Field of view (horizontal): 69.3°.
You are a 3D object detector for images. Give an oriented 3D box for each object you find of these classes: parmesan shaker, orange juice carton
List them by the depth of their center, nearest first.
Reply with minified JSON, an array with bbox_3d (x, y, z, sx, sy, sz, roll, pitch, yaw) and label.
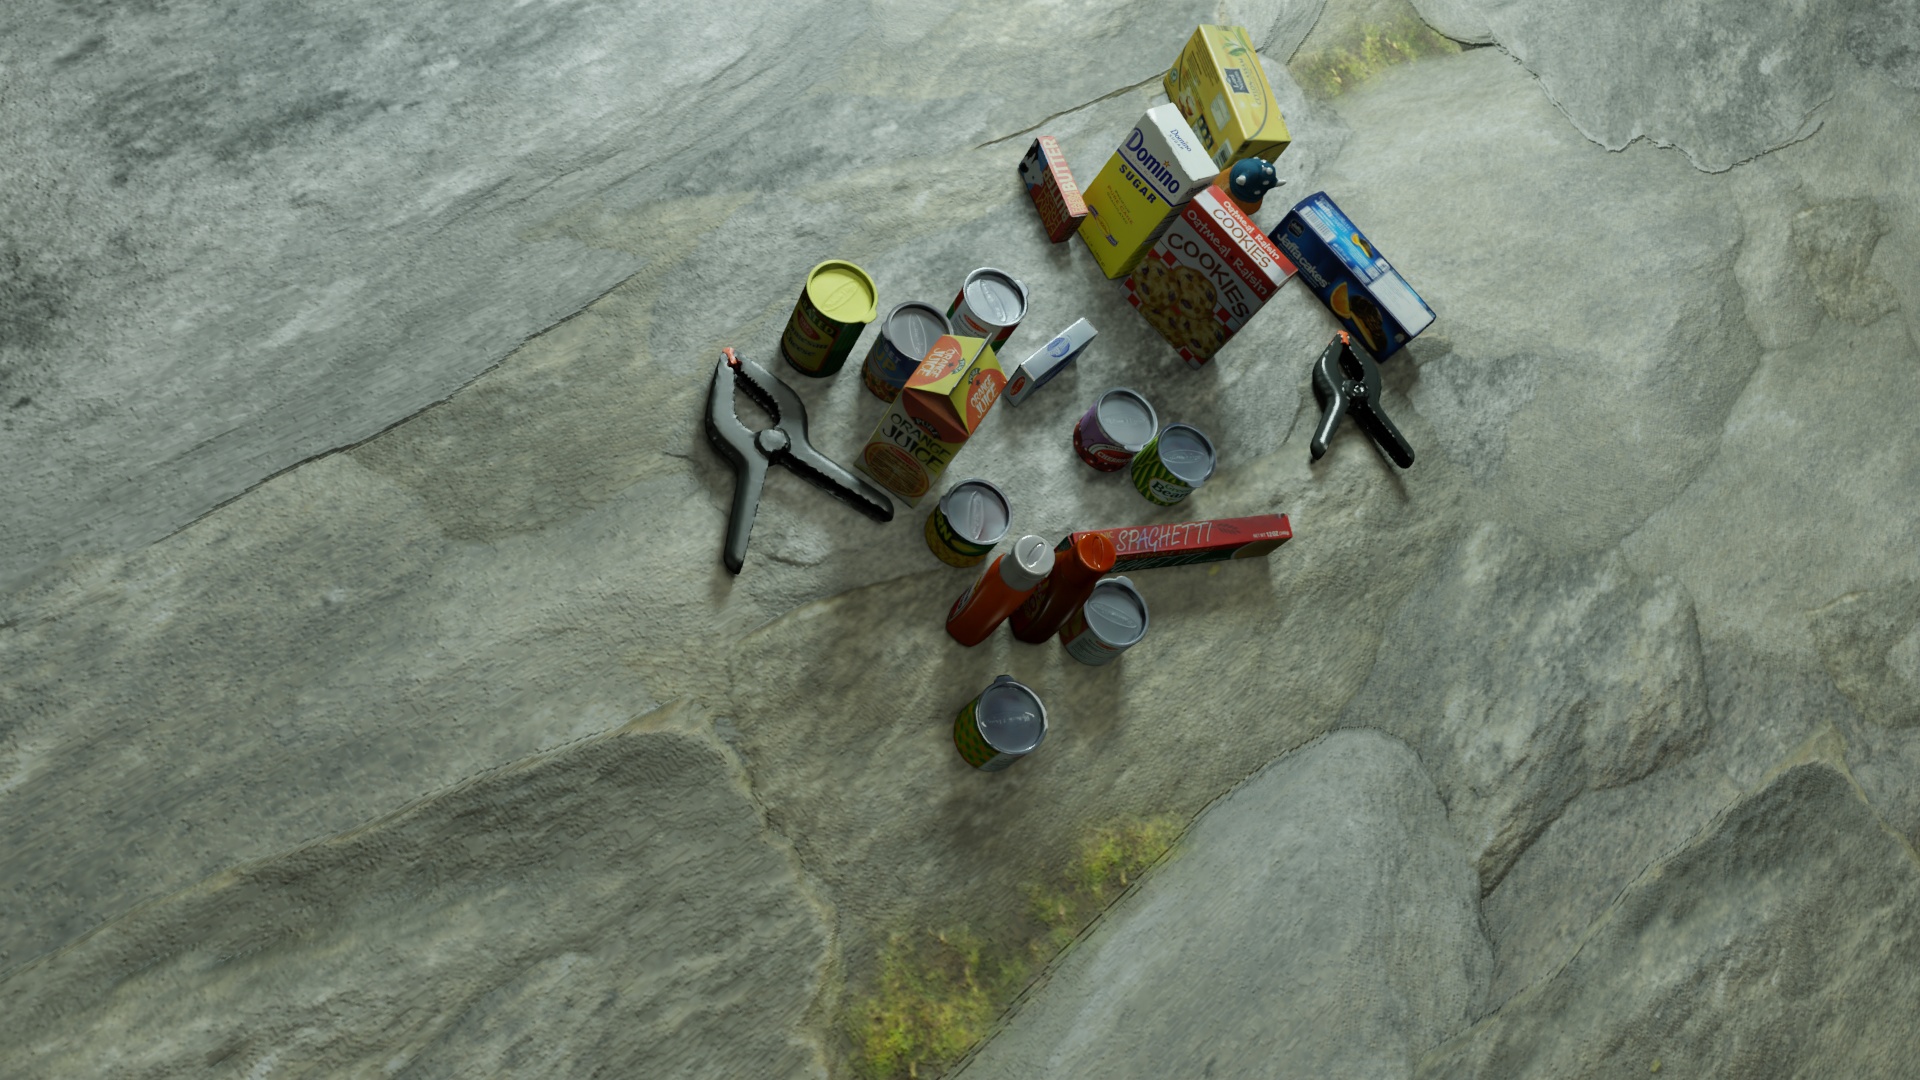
[{"bbox_3d":[-0.022,-0.112,1.227,0.073,0.191,0.072,36,58,-3],"label":"orange juice carton"},{"bbox_3d":[-0.121,-0.201,1.282,0.071,0.102,0.071,9,63,-18],"label":"parmesan shaker"}]

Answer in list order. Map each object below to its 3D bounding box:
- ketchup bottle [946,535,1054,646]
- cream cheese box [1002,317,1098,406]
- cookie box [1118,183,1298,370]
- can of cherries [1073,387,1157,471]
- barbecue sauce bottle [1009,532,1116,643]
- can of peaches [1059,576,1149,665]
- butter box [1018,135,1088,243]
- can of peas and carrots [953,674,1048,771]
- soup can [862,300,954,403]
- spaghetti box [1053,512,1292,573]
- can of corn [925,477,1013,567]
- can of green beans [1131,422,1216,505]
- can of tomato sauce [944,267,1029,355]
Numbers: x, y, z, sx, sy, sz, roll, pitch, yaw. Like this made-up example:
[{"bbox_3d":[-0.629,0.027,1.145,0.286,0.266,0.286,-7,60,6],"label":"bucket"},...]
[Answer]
[{"bbox_3d":[0.037,0.041,1.204,0.043,0.148,0.065,38,58,-2],"label":"ketchup bottle"},{"bbox_3d":[0.089,-0.179,1.387,0.024,0.053,0.104,48,58,4],"label":"cream cheese box"},{"bbox_3d":[0.252,-0.269,1.430,0.123,0.166,0.040,48,58,4],"label":"cookie box"},{"bbox_3d":[0.152,-0.107,1.376,0.071,0.058,0.072,9,63,-18],"label":"can of cherries"},{"bbox_3d":[0.090,0.039,1.227,0.044,0.148,0.065,11,63,-17],"label":"barbecue sauce bottle"},{"bbox_3d":[0.133,0.074,1.281,0.071,0.057,0.071,9,63,-18],"label":"can of peaches"},{"bbox_3d":[0.099,-0.375,1.486,0.024,0.053,0.104,-13,72,-27],"label":"butter box"},{"bbox_3d":[0.033,0.158,1.199,0.071,0.058,0.071,9,63,-18],"label":"can of peas and carrots"},{"bbox_3d":[-0.053,-0.176,1.310,0.071,0.083,0.071,9,63,-18],"label":"soup can"},{"bbox_3d":[0.207,0.004,1.350,0.251,0.050,0.029,-5,69,-24],"label":"spaghetti box"},{"bbox_3d":[0.005,-0.016,1.272,0.071,0.058,0.071,9,63,-18],"label":"can of corn"},{"bbox_3d":[0.212,-0.075,1.385,0.071,0.057,0.071,9,63,-18],"label":"can of green beans"},{"bbox_3d":[0.021,-0.217,1.360,0.071,0.082,0.071,9,63,-18],"label":"can of tomato sauce"}]
